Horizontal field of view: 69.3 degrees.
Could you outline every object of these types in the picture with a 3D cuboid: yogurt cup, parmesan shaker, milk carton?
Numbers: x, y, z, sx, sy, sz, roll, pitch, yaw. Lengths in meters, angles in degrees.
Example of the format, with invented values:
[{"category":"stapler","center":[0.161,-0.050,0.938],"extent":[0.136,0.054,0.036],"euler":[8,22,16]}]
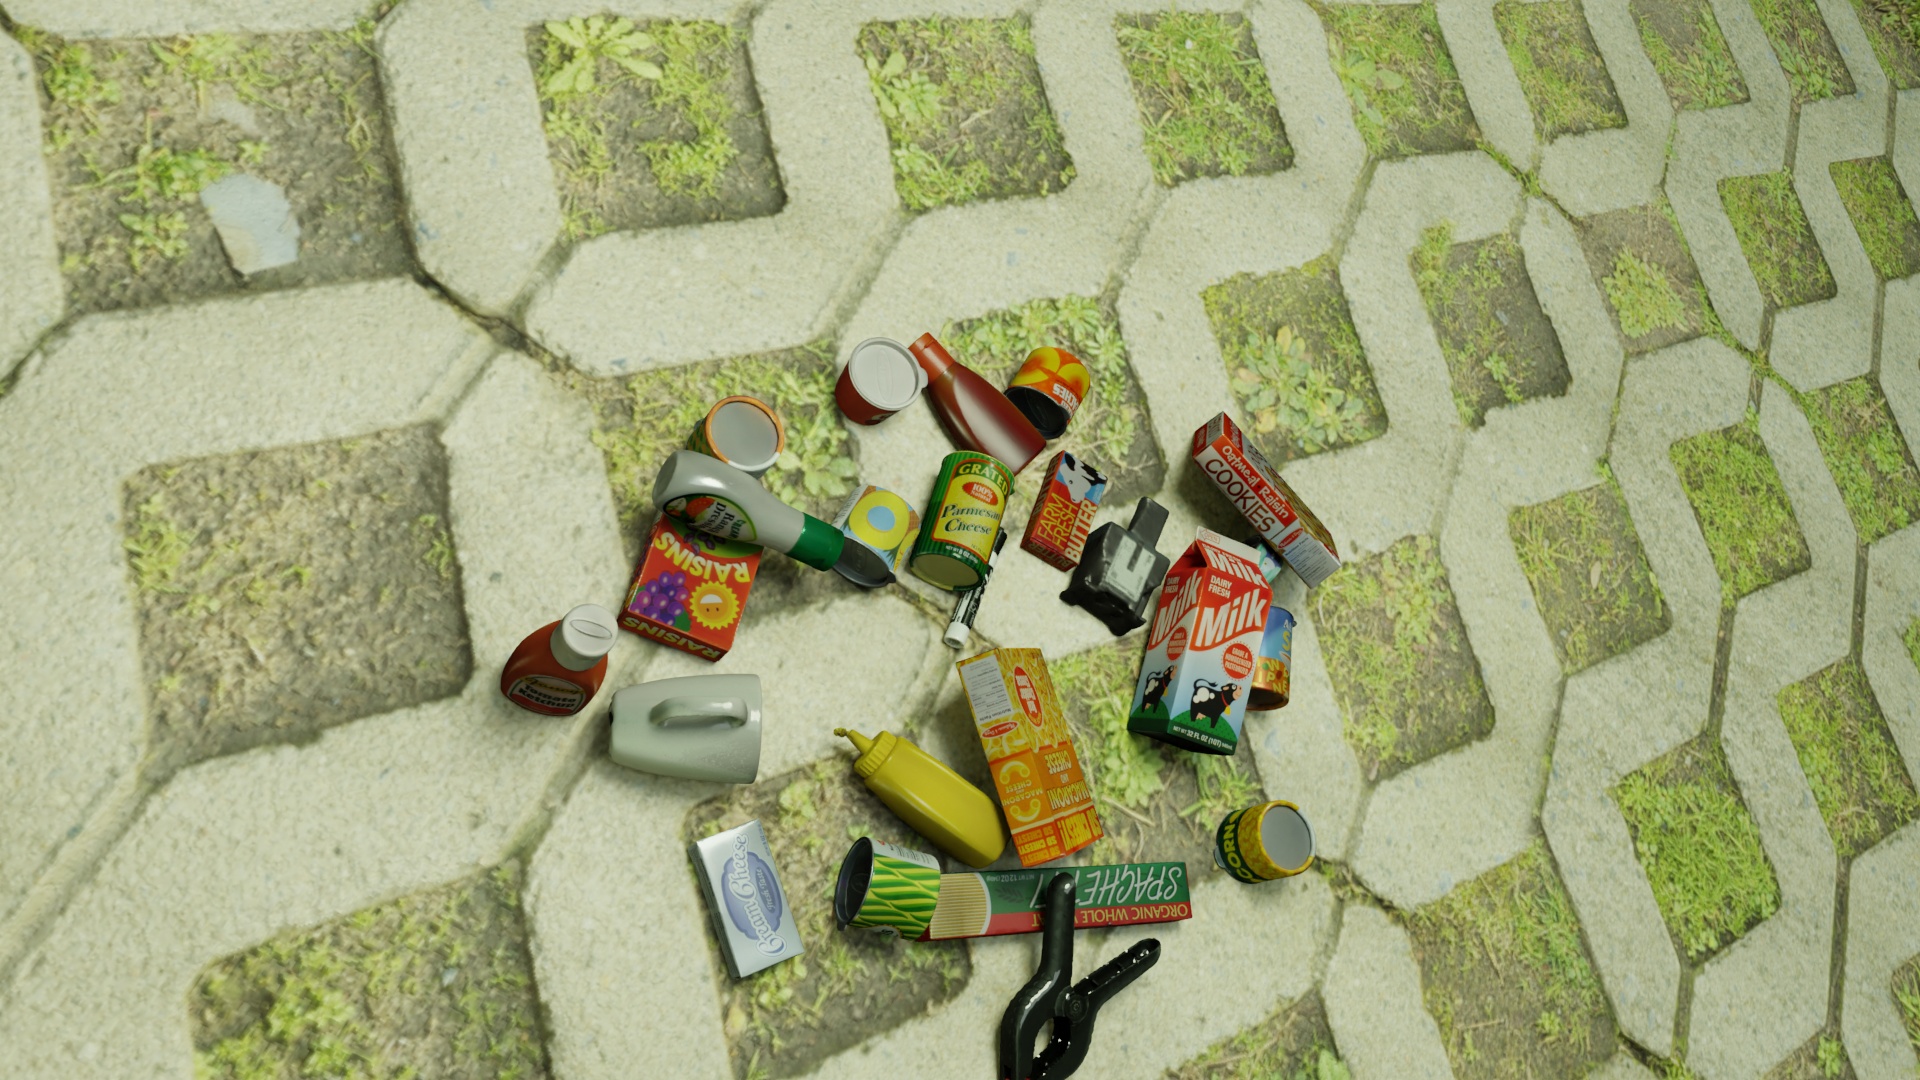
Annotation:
[{"category":"yogurt cup","center":[-0.074,-0.134,1.199],"extent":[0.072,0.053,0.072],"euler":[10,66,-24]},{"category":"parmesan shaker","center":[0.004,-0.015,1.186],"extent":[0.071,0.071,0.103],"euler":[27,61,-17]},{"category":"milk carton","center":[0.216,0.087,1.229],"extent":[0.072,0.073,0.191],"euler":[22,76,-19]}]

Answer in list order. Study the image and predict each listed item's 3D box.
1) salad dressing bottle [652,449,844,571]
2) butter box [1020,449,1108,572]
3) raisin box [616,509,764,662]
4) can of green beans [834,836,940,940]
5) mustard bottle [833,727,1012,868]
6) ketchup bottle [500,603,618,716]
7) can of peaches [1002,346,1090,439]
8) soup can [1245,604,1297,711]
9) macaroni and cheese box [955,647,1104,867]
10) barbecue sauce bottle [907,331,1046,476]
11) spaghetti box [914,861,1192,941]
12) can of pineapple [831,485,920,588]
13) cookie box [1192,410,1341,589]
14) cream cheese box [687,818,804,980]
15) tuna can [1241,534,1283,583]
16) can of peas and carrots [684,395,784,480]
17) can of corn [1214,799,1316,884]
[{"category":"salad dressing bottle","center":[-0.159,-0.020,1.060],"extent":[0.147,0.064,0.044],"euler":[25,51,-27]},{"category":"butter box","center":[0.095,-0.027,1.265],"extent":[0.053,0.024,0.104],"euler":[31,59,-15]},{"category":"raisin box","center":[-0.205,0.022,1.077],"extent":[0.086,0.040,0.124],"euler":[24,60,-19]},{"category":"can of green beans","center":[-0.055,0.262,1.045],"extent":[0.058,0.071,0.071],"euler":[21,62,-20]},{"category":"mustard bottle","center":[-0.033,0.193,1.087],"extent":[0.160,0.065,0.049],"euler":[39,60,-6]},{"category":"ketchup bottle","center":[-0.271,0.081,0.953],"extent":[0.065,0.148,0.044],"euler":[20,61,-20]},{"category":"can of peaches","center":[0.081,-0.135,1.273],"extent":[0.071,0.071,0.058],"euler":[38,57,-10]},{"category":"soup can","center":[0.274,0.108,1.281],"extent":[0.071,0.071,0.084],"euler":[19,64,-21]},{"category":"macaroni and cheese box","center":[0.057,0.171,1.118],"extent":[0.124,0.040,0.166],"euler":[14,57,-69]},{"category":"barbecue sauce bottle","center":[0.008,-0.121,1.244],"extent":[0.148,0.043,0.065],"euler":[48,57,-3]},{"category":"spaghetti box","center":[0.079,0.291,1.128],"extent":[0.250,0.028,0.050],"euler":[4,70,-27]},{"category":"can of pineapple","center":[-0.072,-0.002,1.140],"extent":[0.071,0.070,0.058],"euler":[37,58,-11]},{"category":"cookie box","center":[0.290,-0.041,1.327],"extent":[0.167,0.040,0.123],"euler":[48,17,-4]},{"category":"cream cheese box","center":[-0.157,0.262,1.016],"extent":[0.053,0.024,0.104],"euler":[-15,78,-30]},{"category":"tuna can","center":[0.269,0.029,1.309],"extent":[0.033,0.071,0.071],"euler":[47,57,-5]},{"category":"can of peas and carrots","center":[-0.183,-0.078,1.116],"extent":[0.071,0.058,0.071],"euler":[11,66,-25]},{"category":"can of corn","center":[0.267,0.266,1.220],"extent":[0.071,0.058,0.071],"euler":[11,66,-25]}]
